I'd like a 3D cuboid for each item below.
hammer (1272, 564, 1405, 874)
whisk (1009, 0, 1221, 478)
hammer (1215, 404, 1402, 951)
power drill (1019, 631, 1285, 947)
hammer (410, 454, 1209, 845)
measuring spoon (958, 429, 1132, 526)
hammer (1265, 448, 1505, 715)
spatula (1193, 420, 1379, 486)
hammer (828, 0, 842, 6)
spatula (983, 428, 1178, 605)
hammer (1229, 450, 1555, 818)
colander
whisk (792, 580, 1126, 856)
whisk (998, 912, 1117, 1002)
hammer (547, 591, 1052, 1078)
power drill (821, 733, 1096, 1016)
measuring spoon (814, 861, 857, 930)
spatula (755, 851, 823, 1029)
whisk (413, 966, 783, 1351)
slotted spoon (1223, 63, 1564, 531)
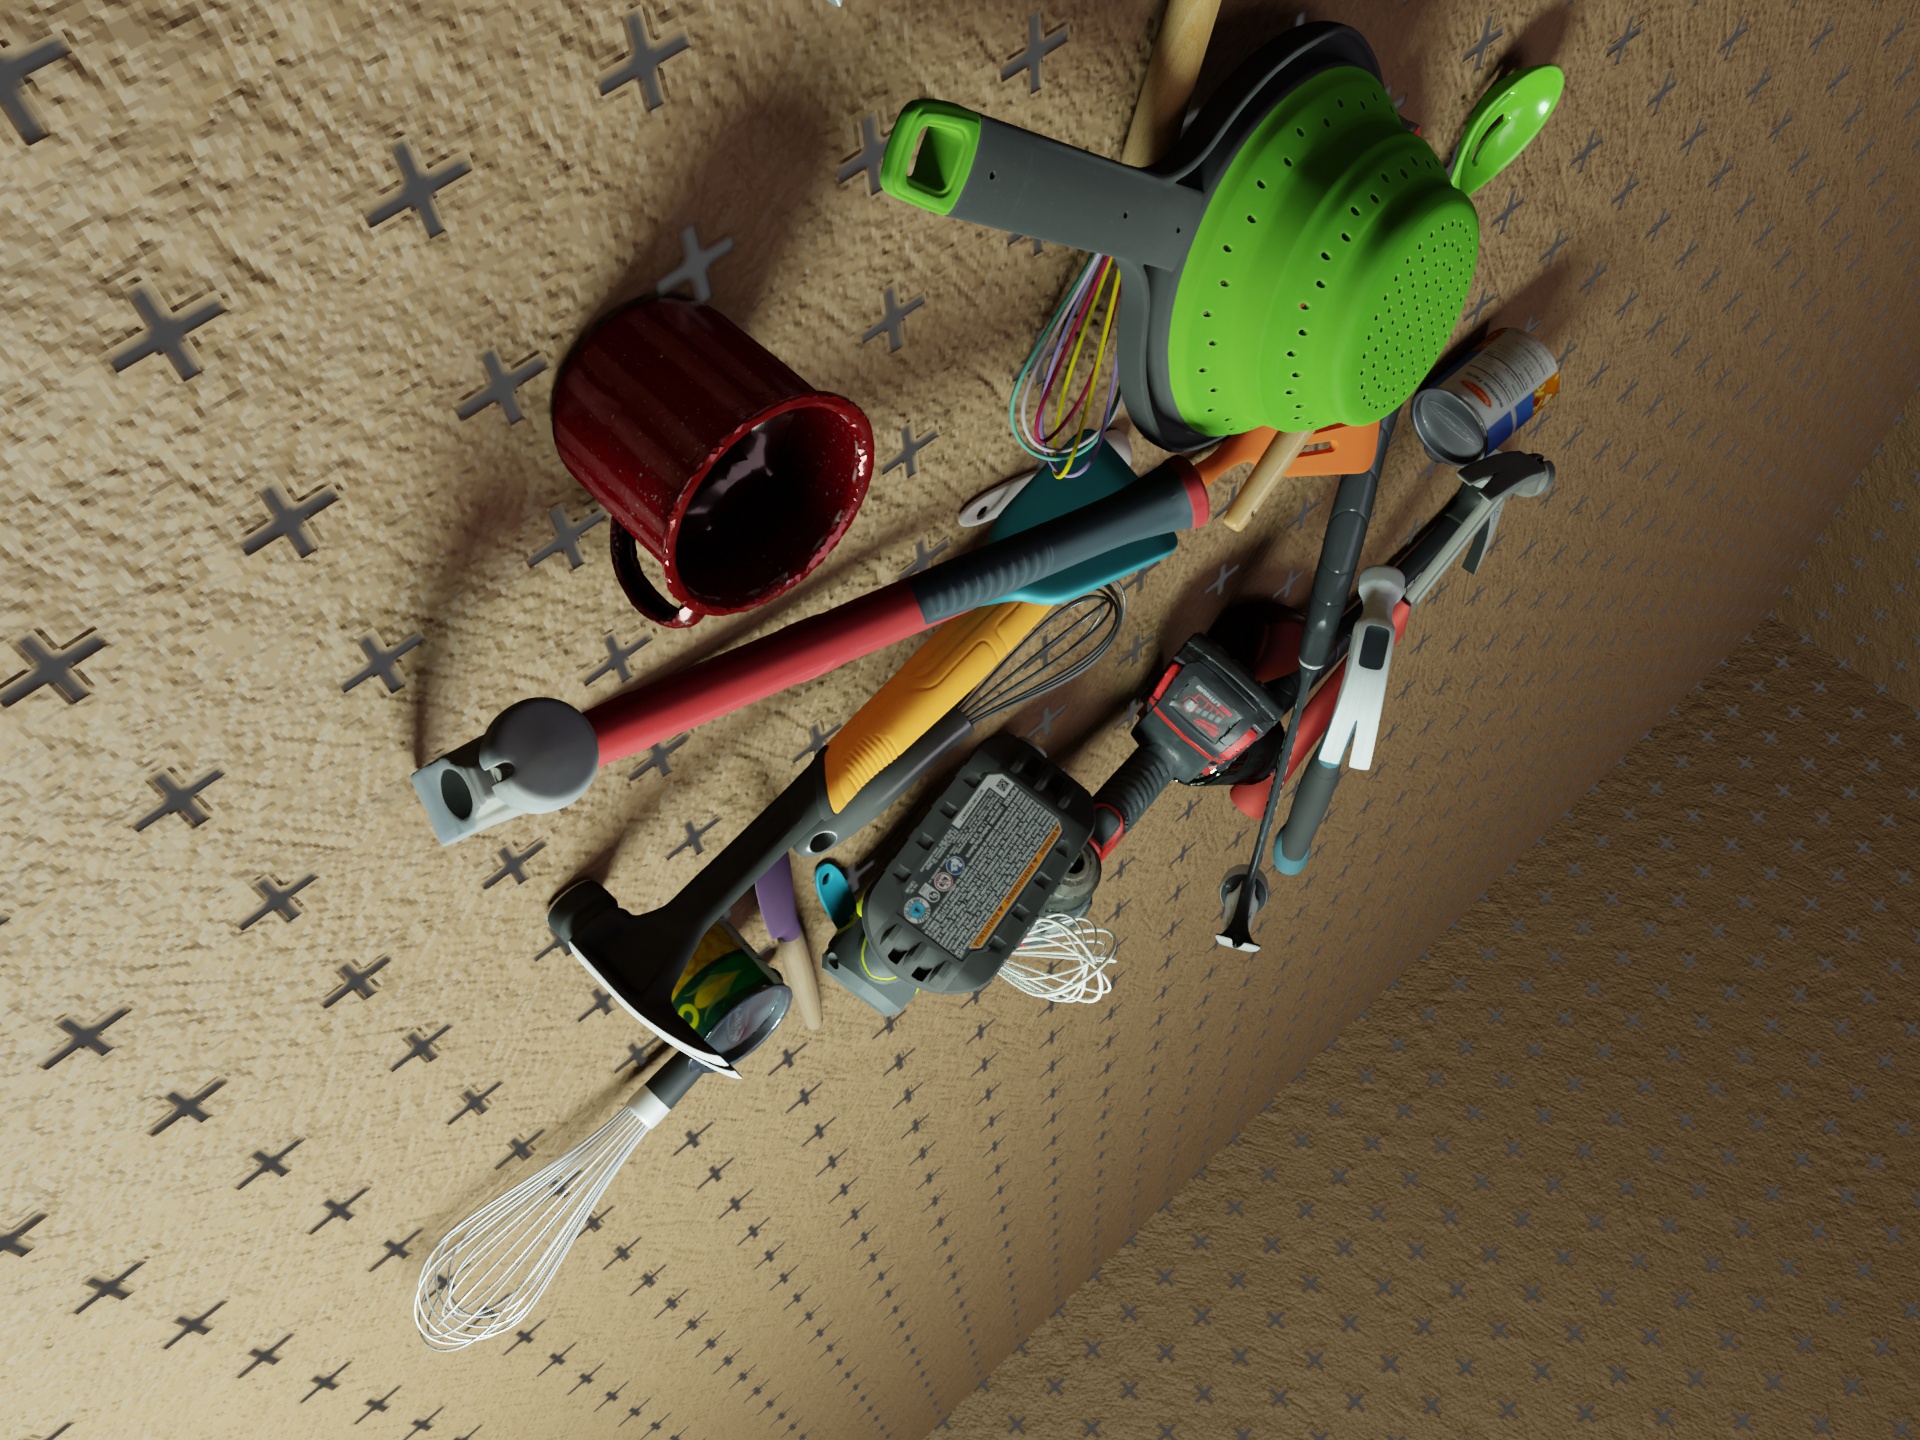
[{"bbox_3d":[0.273,0.029,1.182,0.330,0.033,0.128,88,17,-60],"label":"hammer"},{"bbox_3d":[0.071,-0.218,0.715,0.047,0.051,0.244,-50,161,-51],"label":"whisk"},{"bbox_3d":[0.238,-0.027,1.103,0.149,0.036,0.408,-50,153,-69],"label":"hammer"},{"bbox_3d":[0.107,0.050,1.032,0.227,0.080,0.187,-46,174,-15],"label":"power drill"},{"bbox_3d":[-0.042,-0.040,0.681,0.386,0.038,0.143,-25,-176,-34],"label":"hammer"},{"bbox_3d":[0.048,-0.121,0.834,0.124,0.018,0.034,-28,149,-34],"label":"measuring spoon"},{"bbox_3d":[0.329,-0.079,1.319,0.335,0.035,0.146,-43,154,-9],"label":"hammer"},{"bbox_3d":[0.125,-0.129,0.918,0.322,0.041,0.081,-30,130,-29],"label":"spatula"},{"bbox_3d":[0.089,-0.334,0.571,0.405,0.035,0.144,-23,145,-42],"label":"hammer"},{"bbox_3d":[-0.043,-0.050,0.750,0.317,0.082,0.044,-25,161,-26],"label":"spatula"},{"bbox_3d":[0.312,-0.055,1.215,0.149,0.037,0.359,-20,149,-51],"label":"hammer"},{"bbox_3d":[0.121,-0.194,0.665,0.397,0.095,0.204,-10,127,-53],"label":"colander"},{"bbox_3d":[-0.001,-0.003,0.900,0.239,0.055,0.055,-40,154,-6],"label":"whisk"},{"bbox_3d":[0.017,0.146,0.992,0.059,0.057,0.246,-42,-164,-27],"label":"whisk"},{"bbox_3d":[-0.044,0.018,0.789,0.337,0.127,0.034,-46,150,-14],"label":"hammer"},{"bbox_3d":[0.002,0.078,0.908,0.190,0.080,0.228,-53,-179,-12],"label":"power drill"},{"bbox_3d":[-0.077,0.121,0.999,0.042,0.021,0.128,-48,147,-22],"label":"measuring spoon"},{"bbox_3d":[-0.099,0.130,0.940,0.315,0.018,0.060,90,5,-62],"label":"spatula"},{"bbox_3d":[-0.208,0.251,0.935,0.284,0.070,0.070,-46,155,-16],"label":"whisk"},{"bbox_3d":[0.244,-0.243,0.919,0.314,0.031,0.070,-56,153,4],"label":"slotted spoon"}]
